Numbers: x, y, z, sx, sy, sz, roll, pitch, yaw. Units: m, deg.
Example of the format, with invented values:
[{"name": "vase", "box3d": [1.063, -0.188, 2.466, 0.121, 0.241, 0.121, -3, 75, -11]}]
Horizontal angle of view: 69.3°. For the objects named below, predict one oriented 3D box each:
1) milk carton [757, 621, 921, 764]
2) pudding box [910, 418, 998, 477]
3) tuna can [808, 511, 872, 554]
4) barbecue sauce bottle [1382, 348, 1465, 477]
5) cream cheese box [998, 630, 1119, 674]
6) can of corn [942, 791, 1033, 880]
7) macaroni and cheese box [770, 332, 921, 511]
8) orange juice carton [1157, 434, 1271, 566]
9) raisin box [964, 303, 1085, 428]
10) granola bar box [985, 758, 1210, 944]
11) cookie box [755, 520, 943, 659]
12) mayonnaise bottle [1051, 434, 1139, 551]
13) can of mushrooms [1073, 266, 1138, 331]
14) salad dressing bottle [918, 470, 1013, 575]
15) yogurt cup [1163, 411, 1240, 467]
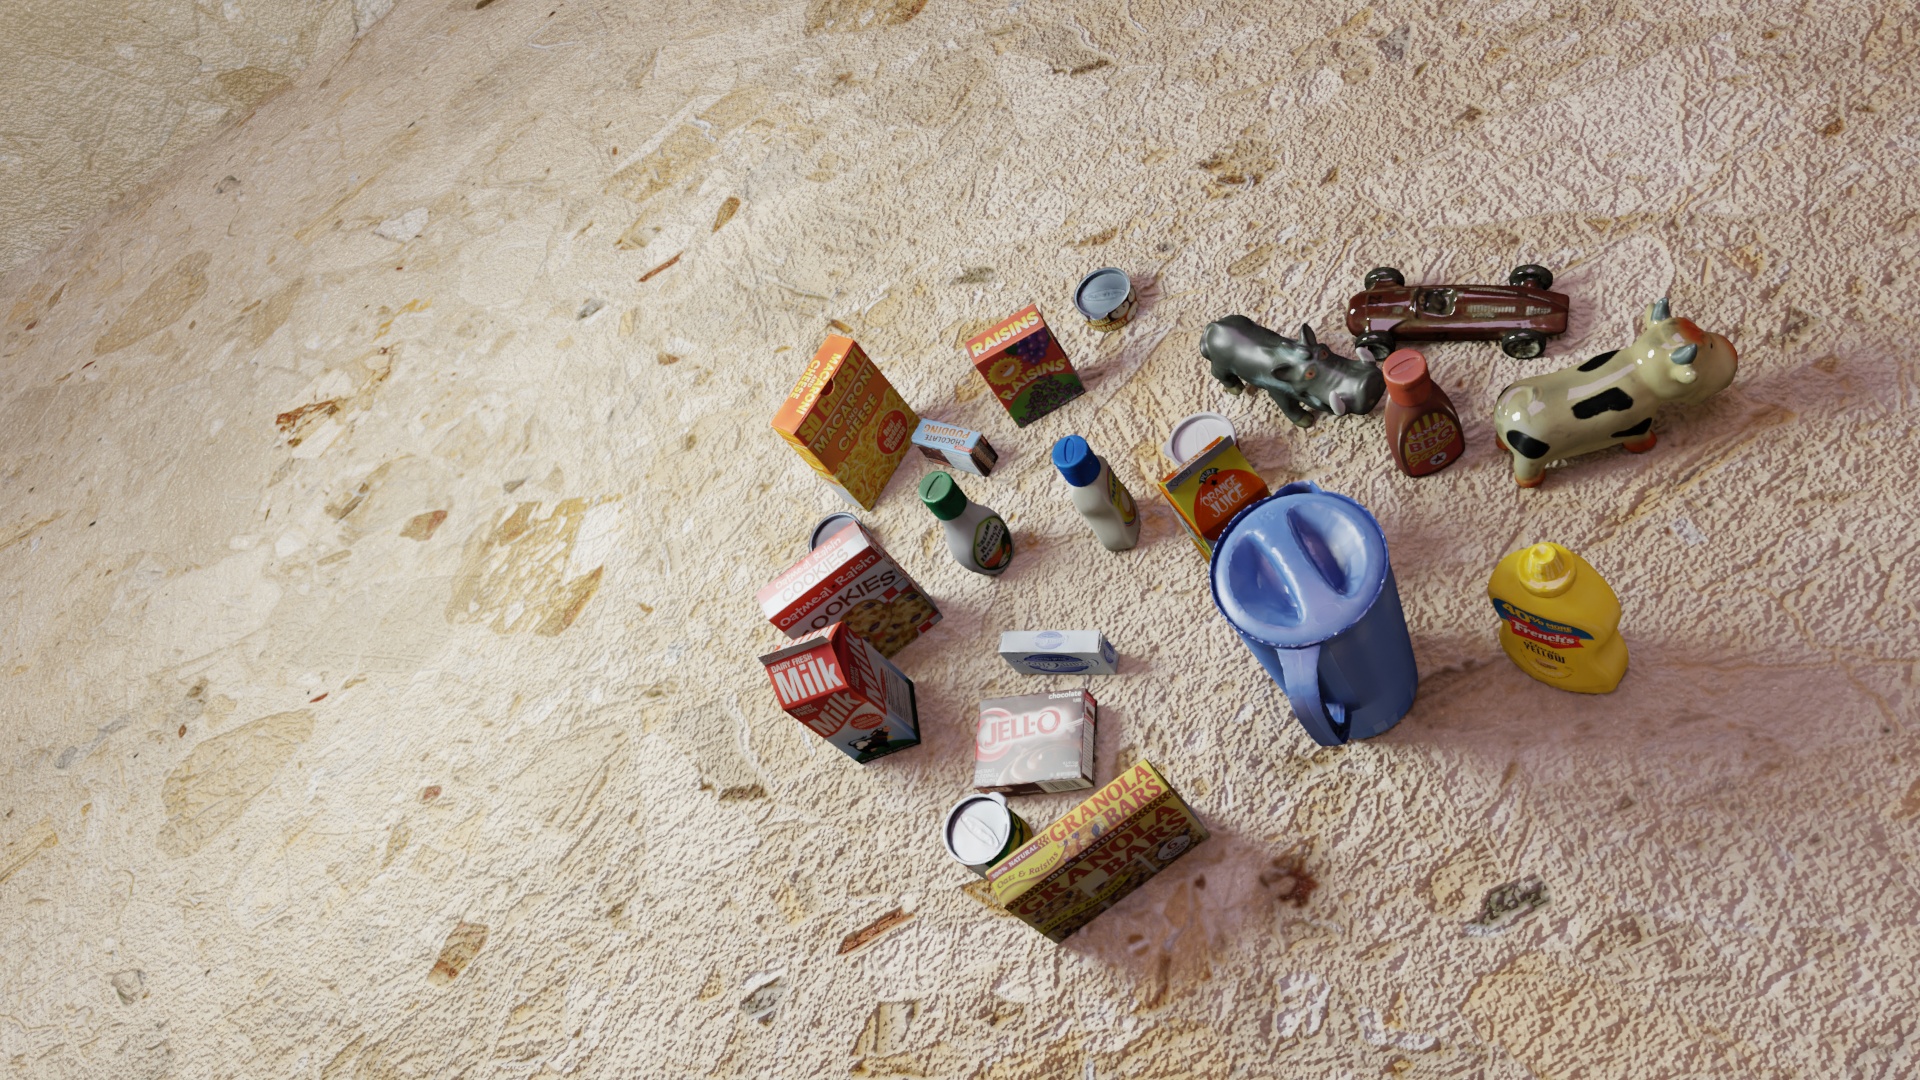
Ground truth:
[{"name": "milk carton", "box3d": [-0.114, 0.140, 1.326, 0.072, 0.190, 0.074, -21, 54, 16]}, {"name": "pudding box", "box3d": [-0.007, -0.101, 1.506, 0.084, 0.049, 0.030, 17, 71, 34]}, {"name": "tuna can", "box3d": [-0.128, 0.005, 1.516, 0.071, 0.032, 0.071, -13, 56, 21]}, {"name": "barbecue sauce bottle", "box3d": [0.406, -0.114, 1.233, 0.065, 0.148, 0.044, -28, 52, 11]}, {"name": "cream cheese box", "box3d": [0.094, 0.107, 1.324, 0.104, 0.053, 0.024, -3, 61, 27]}, {"name": "can of corn", "box3d": [0.028, 0.268, 1.257, 0.071, 0.058, 0.071, -13, 56, 21]}, {"name": "macaroni and cheese box", "box3d": [-0.119, -0.126, 1.506, 0.040, 0.166, 0.124, 21, 73, 36]}, {"name": "orange juice carton", "box3d": [0.238, -0.024, 1.238, 0.072, 0.192, 0.073, -38, 51, 3]}, {"name": "raisin box", "box3d": [0.070, -0.183, 1.469, 0.086, 0.123, 0.040, -28, 52, 10]}, {"name": "granola bar box", "box3d": [0.117, 0.263, 1.171, 0.165, 0.124, 0.039, -36, 51, 4]}, {"name": "cookie box", "box3d": [-0.108, 0.065, 1.383, 0.123, 0.167, 0.040, -37, 51, 3]}, {"name": "mayonnaise bottle", "box3d": [0.131, -0.048, 1.338, 0.041, 0.147, 0.065, -10, 58, 23]}, {"name": "can of mushrooms", "box3d": [0.160, -0.263, 1.527, 0.071, 0.033, 0.071, -13, 56, 21]}, {"name": "salad dressing bottle", "box3d": [0.005, -0.017, 1.386, 0.044, 0.147, 0.064, 20, 72, 35]}, {"name": "yogurt cup", "box3d": [0.243, -0.084, 1.362, 0.072, 0.053, 0.073, -13, 56, 21]}]
